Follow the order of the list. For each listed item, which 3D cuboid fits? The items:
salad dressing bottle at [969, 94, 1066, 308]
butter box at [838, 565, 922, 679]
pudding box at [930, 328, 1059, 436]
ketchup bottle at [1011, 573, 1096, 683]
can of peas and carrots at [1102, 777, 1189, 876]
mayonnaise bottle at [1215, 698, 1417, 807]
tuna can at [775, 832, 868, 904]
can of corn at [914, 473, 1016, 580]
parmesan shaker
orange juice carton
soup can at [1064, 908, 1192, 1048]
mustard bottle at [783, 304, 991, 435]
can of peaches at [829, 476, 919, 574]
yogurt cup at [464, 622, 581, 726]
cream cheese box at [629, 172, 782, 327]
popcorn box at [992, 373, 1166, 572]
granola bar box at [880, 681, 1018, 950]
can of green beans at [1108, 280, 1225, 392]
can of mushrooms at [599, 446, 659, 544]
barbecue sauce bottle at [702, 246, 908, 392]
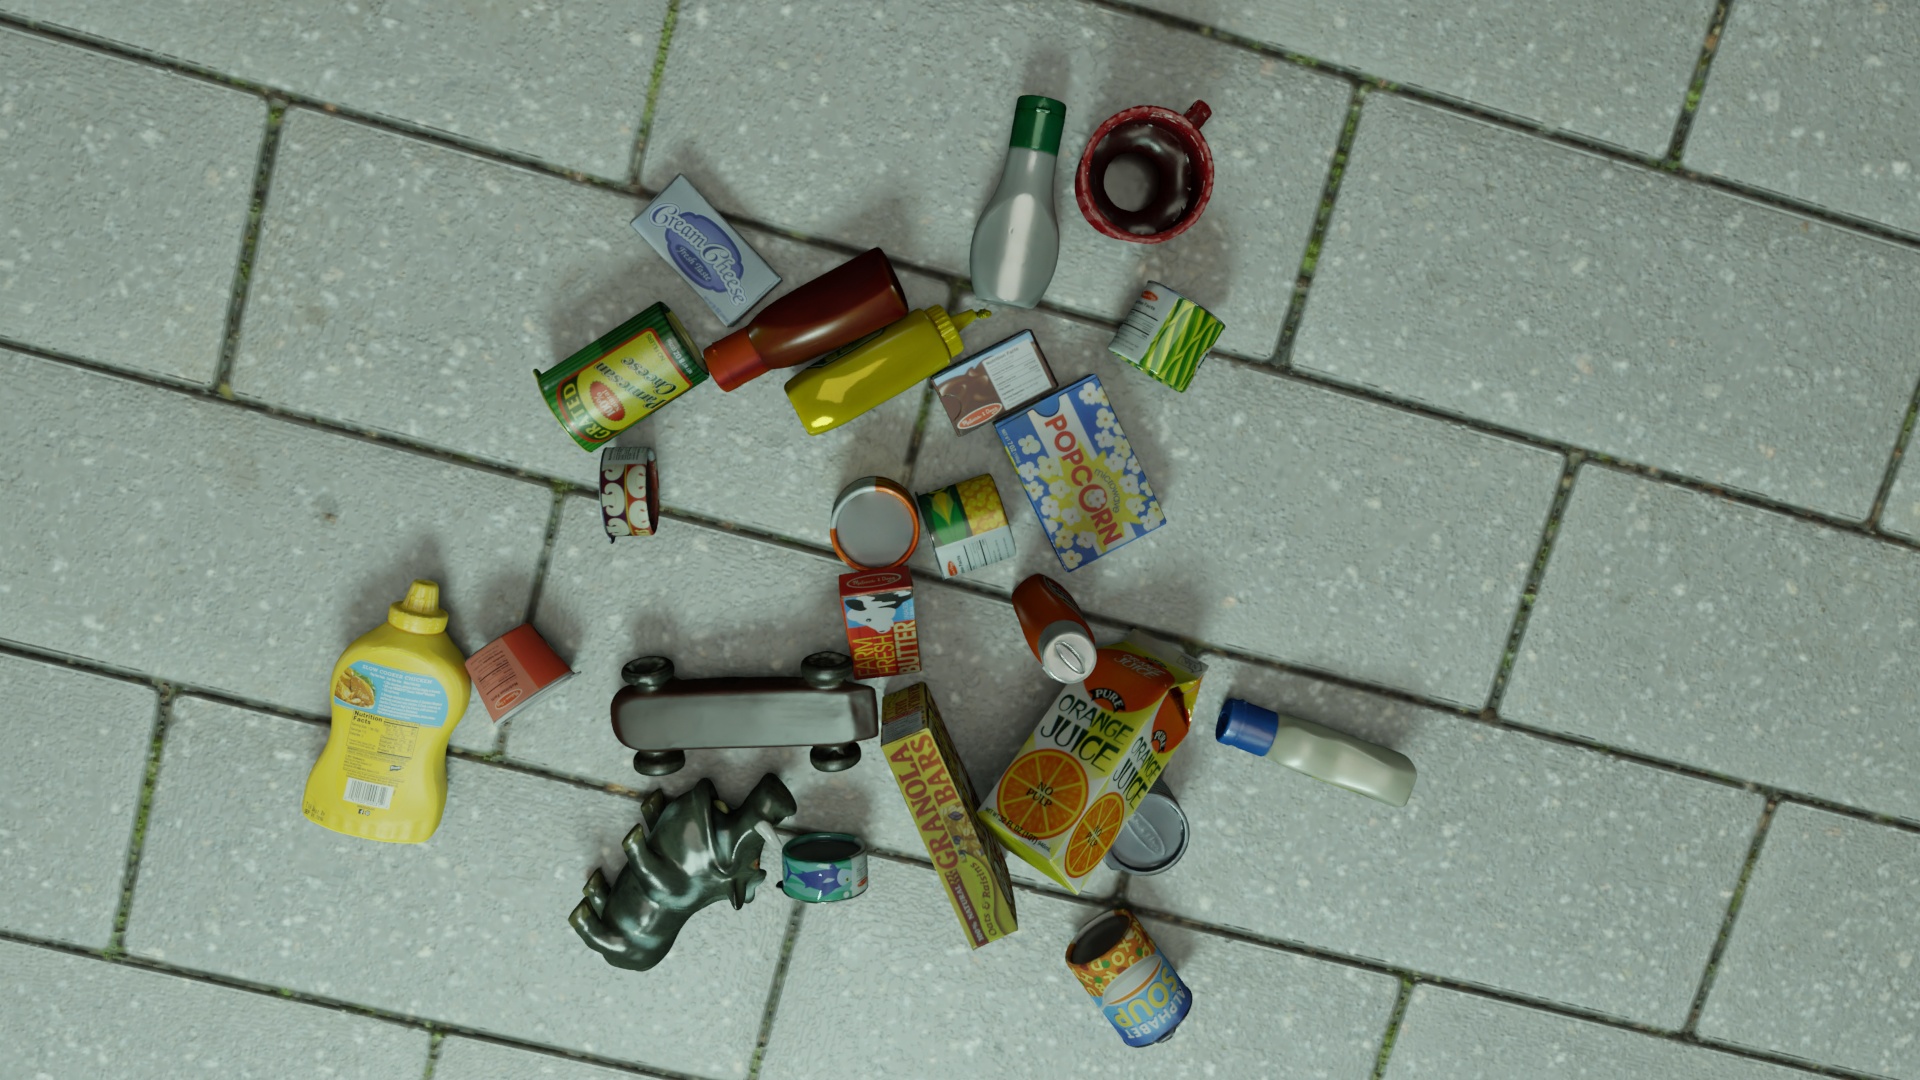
[{"bbox_3d":[0.046,-0.244,1.006,0.064,0.044,0.147,10,97,-4],"label":"salad dressing bottle"},{"bbox_3d":[-0.058,0.062,1.025,0.053,0.024,0.103,-7,138,-3],"label":"butter box"},{"bbox_3d":[0.024,-0.118,1.030,0.084,0.030,0.049,-27,100,1],"label":"pudding box"},{"bbox_3d":[0.070,0.067,1.000,0.043,0.149,0.064,-42,99,5],"label":"ketchup bottle"},{"bbox_3d":[0.137,0.218,1.072,0.071,0.059,0.070,0,99,-3],"label":"can of peas and carrots"},{"bbox_3d":[0.272,0.162,1.072,0.148,0.065,0.041,19,95,-2],"label":"mayonnaise bottle"},{"bbox_3d":[-0.106,0.248,1.058,0.071,0.071,0.032,-1,98,-3],"label":"tuna can"},{"bbox_3d":[0.004,-0.013,1.027,0.058,0.071,0.071,-18,99,-1],"label":"can of corn"},{"bbox_3d":[-0.242,-0.120,0.994,0.103,0.071,0.071,-32,99,2],"label":"parmesan shaker"},{"bbox_3d":[0.103,0.154,1.026,0.072,0.072,0.193,26,71,35],"label":"orange juice carton"},{"bbox_3d":[0.132,0.342,1.084,0.071,0.071,0.083,-36,99,2],"label":"soup can"},{"bbox_3d":[-0.050,-0.132,1.009,0.160,0.065,0.048,-30,105,-5],"label":"mustard bottle"},{"bbox_3d":[-0.061,-0.010,1.026,0.071,0.058,0.071,0,98,-3],"label":"can of peaches"},{"bbox_3d":[-0.327,0.097,1.024,0.072,0.072,0.054,-34,91,2],"label":"yogurt cup"},{"bbox_3d":[-0.184,-0.209,1.006,0.053,0.024,0.103,-43,99,3],"label":"cream cheese box"},{"bbox_3d":[0.089,-0.051,1.040,0.085,0.038,0.126,-27,99,2],"label":"popcorn box"},{"bbox_3d":[-0.009,0.198,1.027,0.039,0.124,0.165,-23,100,1],"label":"granola bar box"},{"bbox_3d":[0.150,-0.148,1.015,0.071,0.071,0.057,30,97,-7],"label":"can of green beans"},{"bbox_3d":[-0.240,-0.033,1.008,0.033,0.071,0.071,-2,99,-4],"label":"can of mushrooms"},{"bbox_3d":[-0.113,-0.156,1.002,0.148,0.065,0.043,-26,132,6],"label":"barbecue sauce bottle"}]
